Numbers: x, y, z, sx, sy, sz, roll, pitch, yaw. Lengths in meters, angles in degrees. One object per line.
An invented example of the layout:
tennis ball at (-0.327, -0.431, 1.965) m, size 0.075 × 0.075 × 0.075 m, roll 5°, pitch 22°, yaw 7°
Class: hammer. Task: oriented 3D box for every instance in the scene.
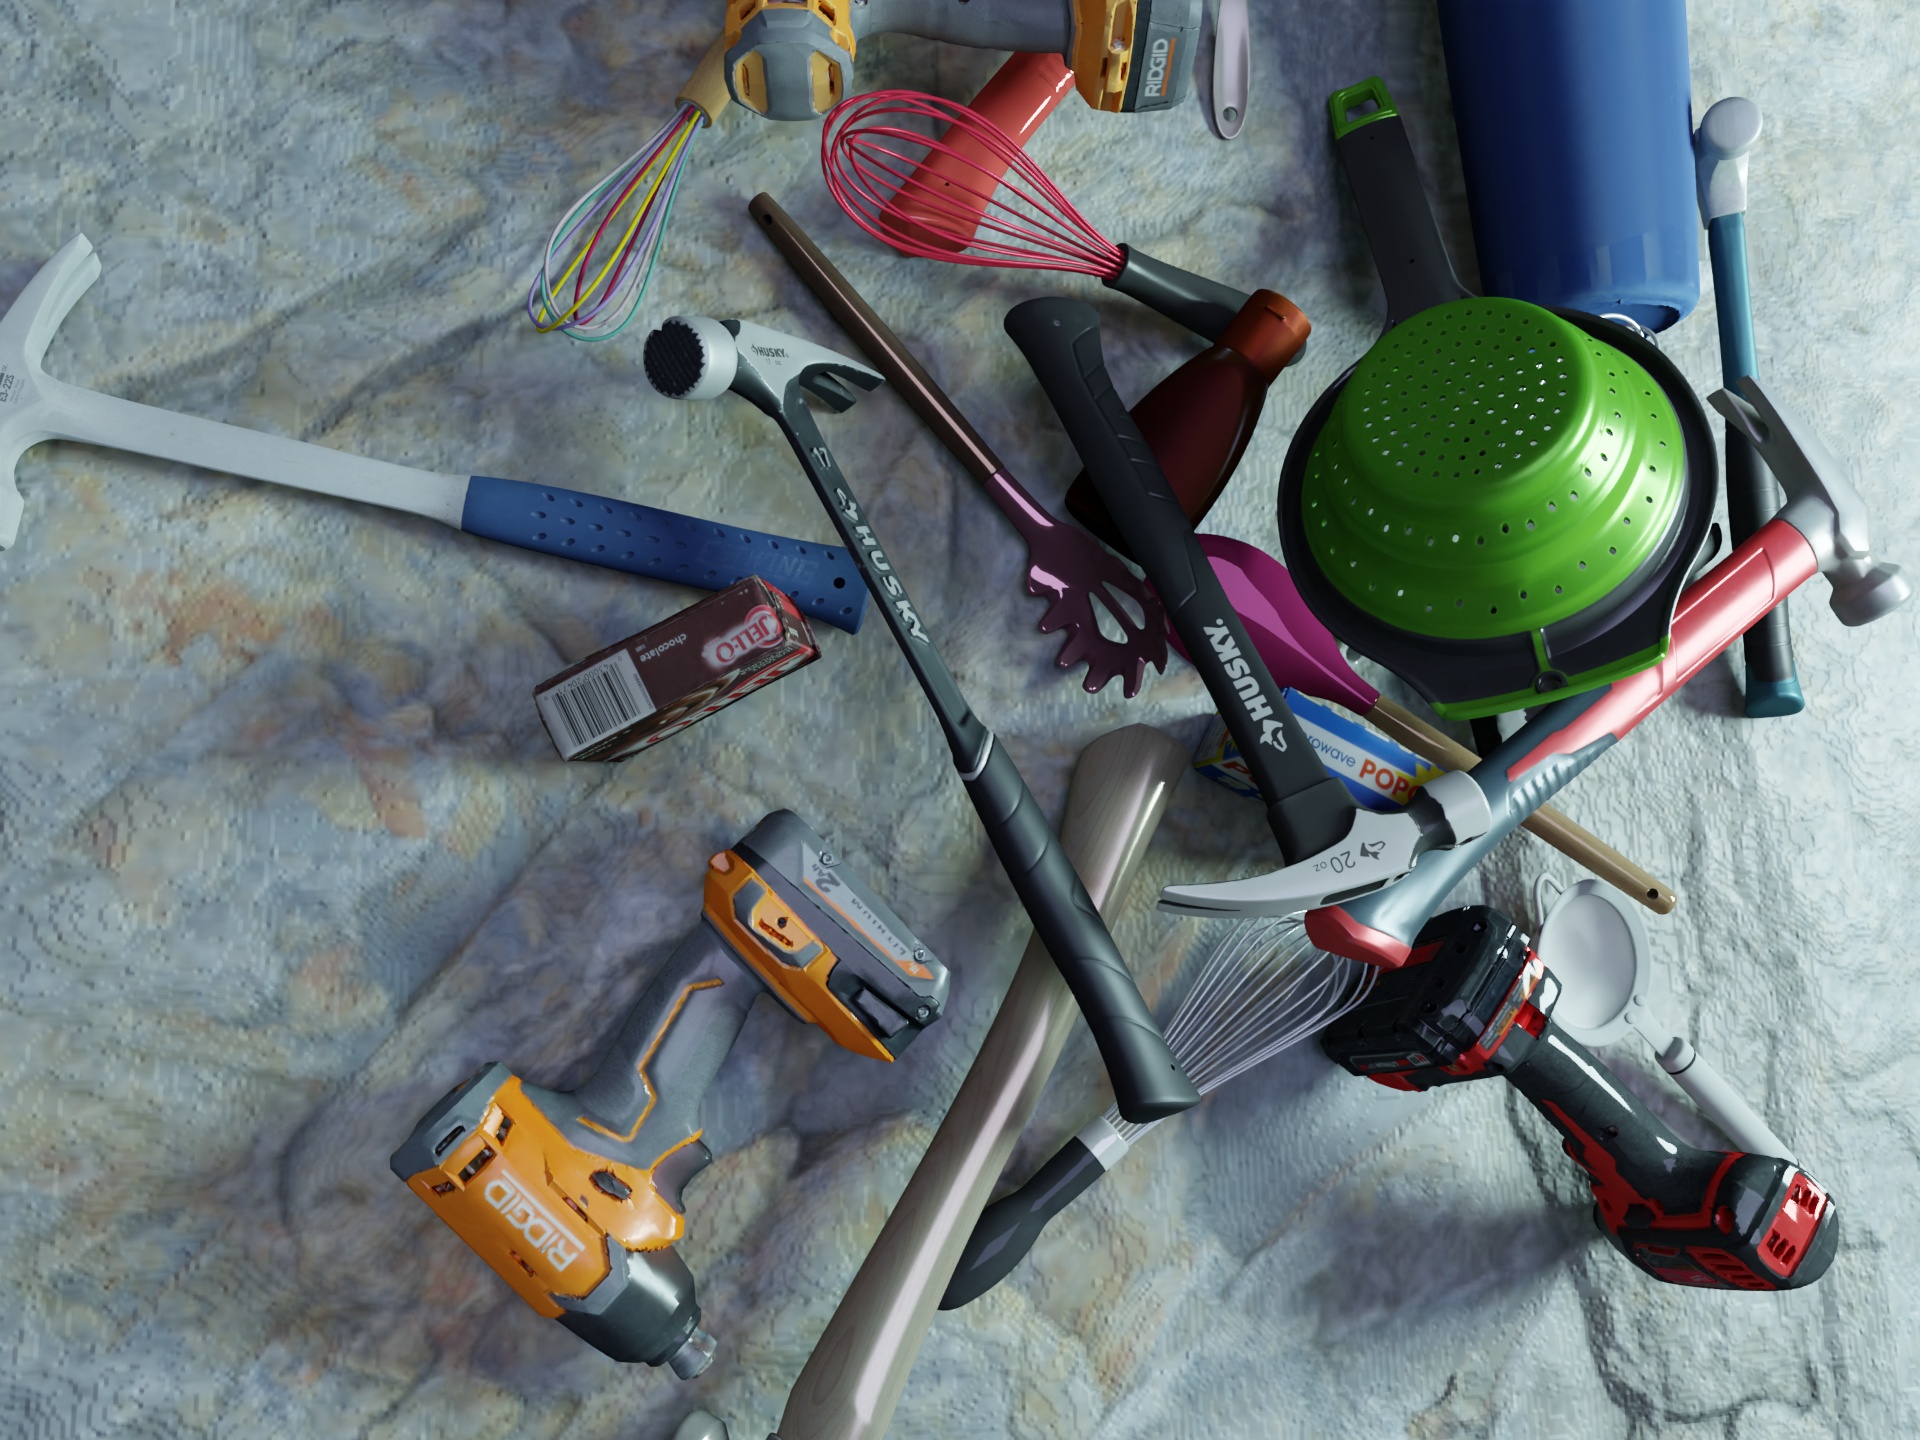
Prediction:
hammer at (0.069, -0.392, 0.854) m, size 0.149 × 0.036 × 0.359 m, roll 36°, pitch 77°, yaw 8°
hammer at (-0.239, -0.110, 0.739) m, size 0.405 × 0.035 × 0.144 m, roll 12°, pitch 79°, yaw -12°
hammer at (0.020, 0.187, 0.733) m, size 0.146 × 0.038 × 0.411 m, roll 21°, pitch 71°, yaw 19°
hammer at (0.304, -0.020, 0.773) m, size 0.386 × 0.038 × 0.143 m, roll -35°, pitch 90°, yaw -19°
hammer at (-0.001, -0.002, 0.724) m, size 0.036 × 0.149 × 0.409 m, roll -31°, pitch 85°, yaw 28°
hammer at (0.439, -0.165, 0.889) m, size 0.033 × 0.128 × 0.331 m, roll -6°, pitch 92°, yaw 20°
hammer at (0.099, -0.064, 0.743) m, size 0.146 × 0.035 × 0.335 m, roll -23°, pitch 69°, yaw -7°

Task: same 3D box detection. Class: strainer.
strainer at (0.372, 0.173, 0.845) m, size 0.258 × 0.050 × 0.087 m, roll 45°, pitch 67°, yaw -9°

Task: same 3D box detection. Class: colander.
colander at (0.232, -0.199, 0.782) m, size 0.204 × 0.094 × 0.397 m, roll -17°, pitch 60°, yaw 18°

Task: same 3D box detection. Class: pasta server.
pasta server at (-0.003, -0.143, 0.802) m, size 0.060 × 0.040 × 0.316 m, roll -40°, pitch 90°, yaw 26°

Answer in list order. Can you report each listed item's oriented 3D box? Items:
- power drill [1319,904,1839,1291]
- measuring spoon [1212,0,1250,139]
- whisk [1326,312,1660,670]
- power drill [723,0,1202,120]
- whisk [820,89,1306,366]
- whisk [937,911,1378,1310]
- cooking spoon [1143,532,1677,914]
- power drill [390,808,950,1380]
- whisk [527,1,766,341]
power drill at (0.295, 0.193, 0.777) m, size 0.219 × 0.143 × 0.078 m, roll 39°, pitch 71°, yaw 1°
measuring spoon at (0.151, -0.385, 0.895) m, size 0.034 × 0.018 × 0.124 m, roll 2°, pitch 87°, yaw -3°
whisk at (0.275, -0.117, 0.839) m, size 0.246 × 0.059 × 0.057 m, roll -48°, pitch 127°, yaw 1°
power drill at (-0.003, -0.384, 0.785) m, size 0.226 × 0.084 × 0.185 m, roll -1°, pitch 67°, yaw -2°
whisk at (0.063, -0.237, 0.799) m, size 0.295 × 0.073 × 0.073 m, roll 16°, pitch 77°, yaw -29°
whisk at (0.093, 0.182, 0.767) m, size 0.284 × 0.070 × 0.070 m, roll -40°, pitch 92°, yaw -12°
cooking spoon at (0.233, 0.006, 0.821) m, size 0.319 × 0.017 × 0.068 m, roll 34°, pitch 99°, yaw 1°
power drill at (-0.112, 0.168, 0.706) m, size 0.226 × 0.084 × 0.164 m, roll -44°, pitch 94°, yaw -12°
whisk at (-0.140, -0.286, 0.789) m, size 0.051 × 0.047 × 0.245 m, roll 30°, pitch 72°, yaw -7°
